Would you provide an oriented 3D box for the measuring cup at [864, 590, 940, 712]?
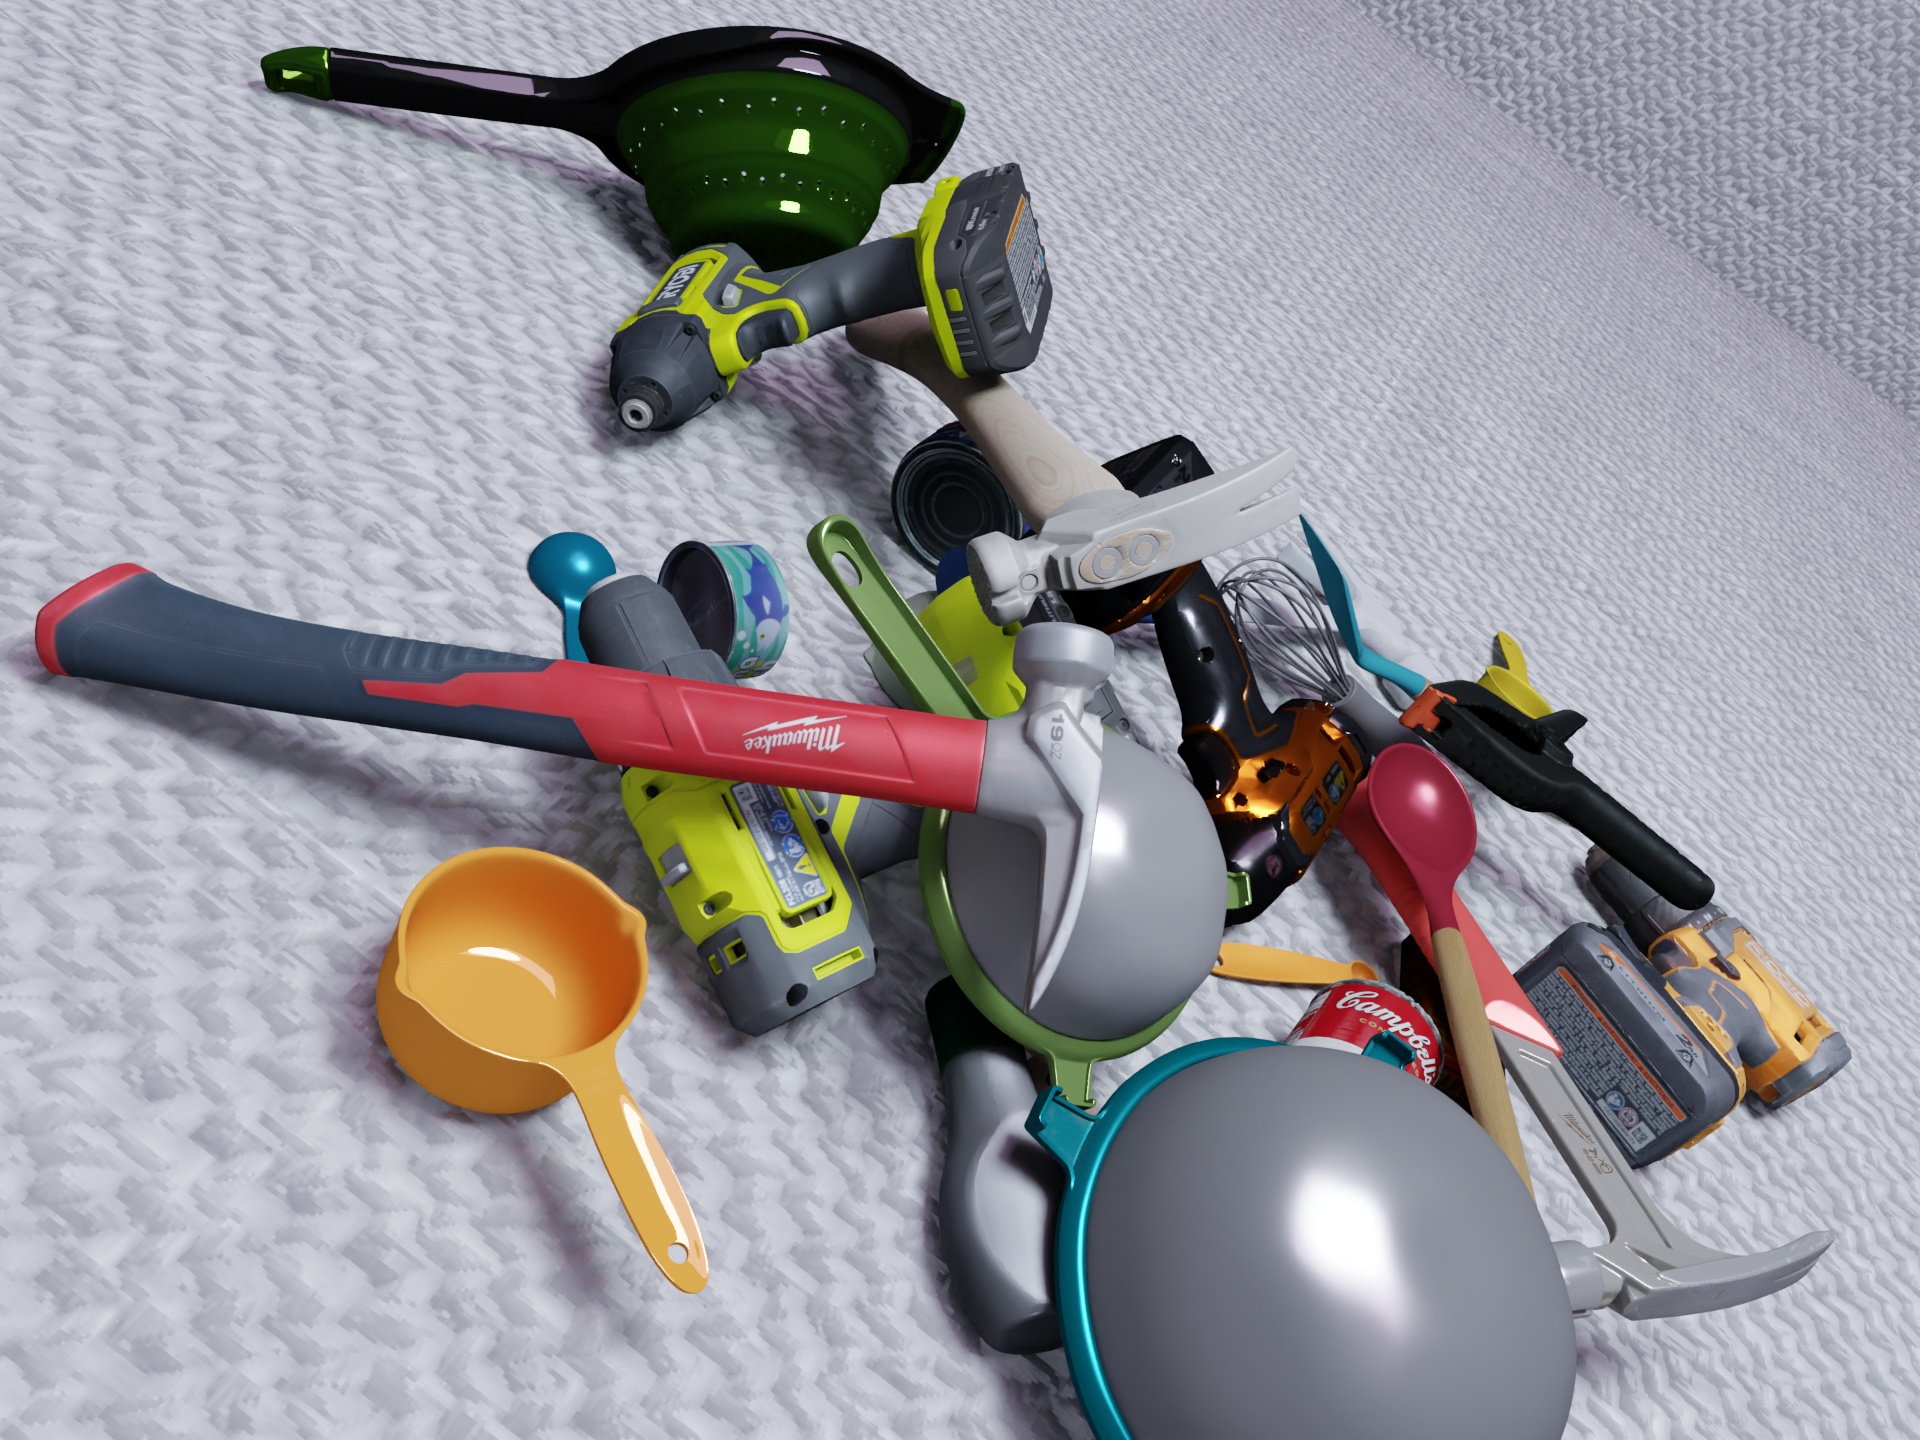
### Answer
[{"bbox_3d":[-0.001,-0.003,0.794,0.083,0.038,0.168,18,40,-22],"label":"measuring cup"}]

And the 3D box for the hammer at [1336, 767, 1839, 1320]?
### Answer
[{"bbox_3d":[0.273,0.134,0.811,0.149,0.036,0.360,-2,40,-18],"label":"hammer"}]

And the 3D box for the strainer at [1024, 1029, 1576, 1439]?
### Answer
[{"bbox_3d":[0.164,0.257,0.545,0.211,0.095,0.341,-1,60,-31],"label":"strainer"}]

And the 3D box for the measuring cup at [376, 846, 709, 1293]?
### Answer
[{"bbox_3d":[-0.139,0.127,0.549,0.095,0.052,0.174,-12,61,-44],"label":"measuring cup"}]

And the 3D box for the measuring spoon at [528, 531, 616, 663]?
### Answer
[{"bbox_3d":[-0.168,-0.042,0.723,0.042,0.021,0.129,7,45,-32],"label":"measuring spoon"}]

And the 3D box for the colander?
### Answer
[{"bbox_3d":[-0.196,-0.322,0.933,0.397,0.204,0.094,1,83,-16],"label":"colander"}]

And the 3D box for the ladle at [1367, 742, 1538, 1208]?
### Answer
[{"bbox_3d":[0.238,0.122,0.758,0.069,0.031,0.316,21,37,-12],"label":"ladle"}]

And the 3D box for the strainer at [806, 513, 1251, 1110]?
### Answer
[{"bbox_3d":[0.031,0.016,0.638,0.151,0.069,0.256,-42,100,-38],"label":"strainer"}]

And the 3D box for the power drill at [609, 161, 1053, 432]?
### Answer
[{"bbox_3d":[-0.072,-0.215,0.843,0.171,0.223,0.080,-76,152,-52],"label":"power drill"}]

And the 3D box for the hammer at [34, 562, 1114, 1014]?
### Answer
[{"bbox_3d":[-0.142,0.011,0.581,0.386,0.038,0.143,8,76,-1],"label":"hammer"}]

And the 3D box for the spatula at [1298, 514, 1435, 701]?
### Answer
[{"bbox_3d":[0.309,-0.015,0.992,0.317,0.044,0.082,33,23,-26],"label":"spatula"}]

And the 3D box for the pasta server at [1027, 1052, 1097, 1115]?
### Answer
[{"bbox_3d":[0.133,0.255,0.633,0.060,0.040,0.316,-31,71,-32],"label":"pasta server"}]

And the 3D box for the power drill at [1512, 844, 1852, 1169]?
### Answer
[{"bbox_3d":[0.397,0.149,0.913,0.226,0.084,0.185,-4,51,-44],"label":"power drill"}]

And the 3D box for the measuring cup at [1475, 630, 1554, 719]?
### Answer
[{"bbox_3d":[0.389,-0.027,1.138,0.062,0.029,0.156,35,26,-2],"label":"measuring cup"}]

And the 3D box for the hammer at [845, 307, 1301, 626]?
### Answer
[{"bbox_3d":[0.023,-0.165,0.827,0.146,0.038,0.411,-19,32,-8],"label":"hammer"}]

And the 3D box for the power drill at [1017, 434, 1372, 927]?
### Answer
[{"bbox_3d":[0.115,-0.010,0.803,0.164,0.084,0.226,-47,112,-39],"label":"power drill"}]

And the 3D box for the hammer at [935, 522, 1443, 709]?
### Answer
[{"bbox_3d":[0.141,-0.072,0.947,0.405,0.035,0.144,1,49,-45],"label":"hammer"}]

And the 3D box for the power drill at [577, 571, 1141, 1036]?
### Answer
[{"bbox_3d":[-0.043,0.008,0.687,0.228,0.080,0.190,-20,79,-41],"label":"power drill"}]

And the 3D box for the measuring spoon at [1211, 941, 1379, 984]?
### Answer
[{"bbox_3d":[0.166,0.128,0.814,0.116,0.011,0.021,10,46,-24],"label":"measuring spoon"}]

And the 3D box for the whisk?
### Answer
[{"bbox_3d":[0.224,-0.019,0.930,0.238,0.055,0.055,38,32,-36],"label":"whisk"}]
